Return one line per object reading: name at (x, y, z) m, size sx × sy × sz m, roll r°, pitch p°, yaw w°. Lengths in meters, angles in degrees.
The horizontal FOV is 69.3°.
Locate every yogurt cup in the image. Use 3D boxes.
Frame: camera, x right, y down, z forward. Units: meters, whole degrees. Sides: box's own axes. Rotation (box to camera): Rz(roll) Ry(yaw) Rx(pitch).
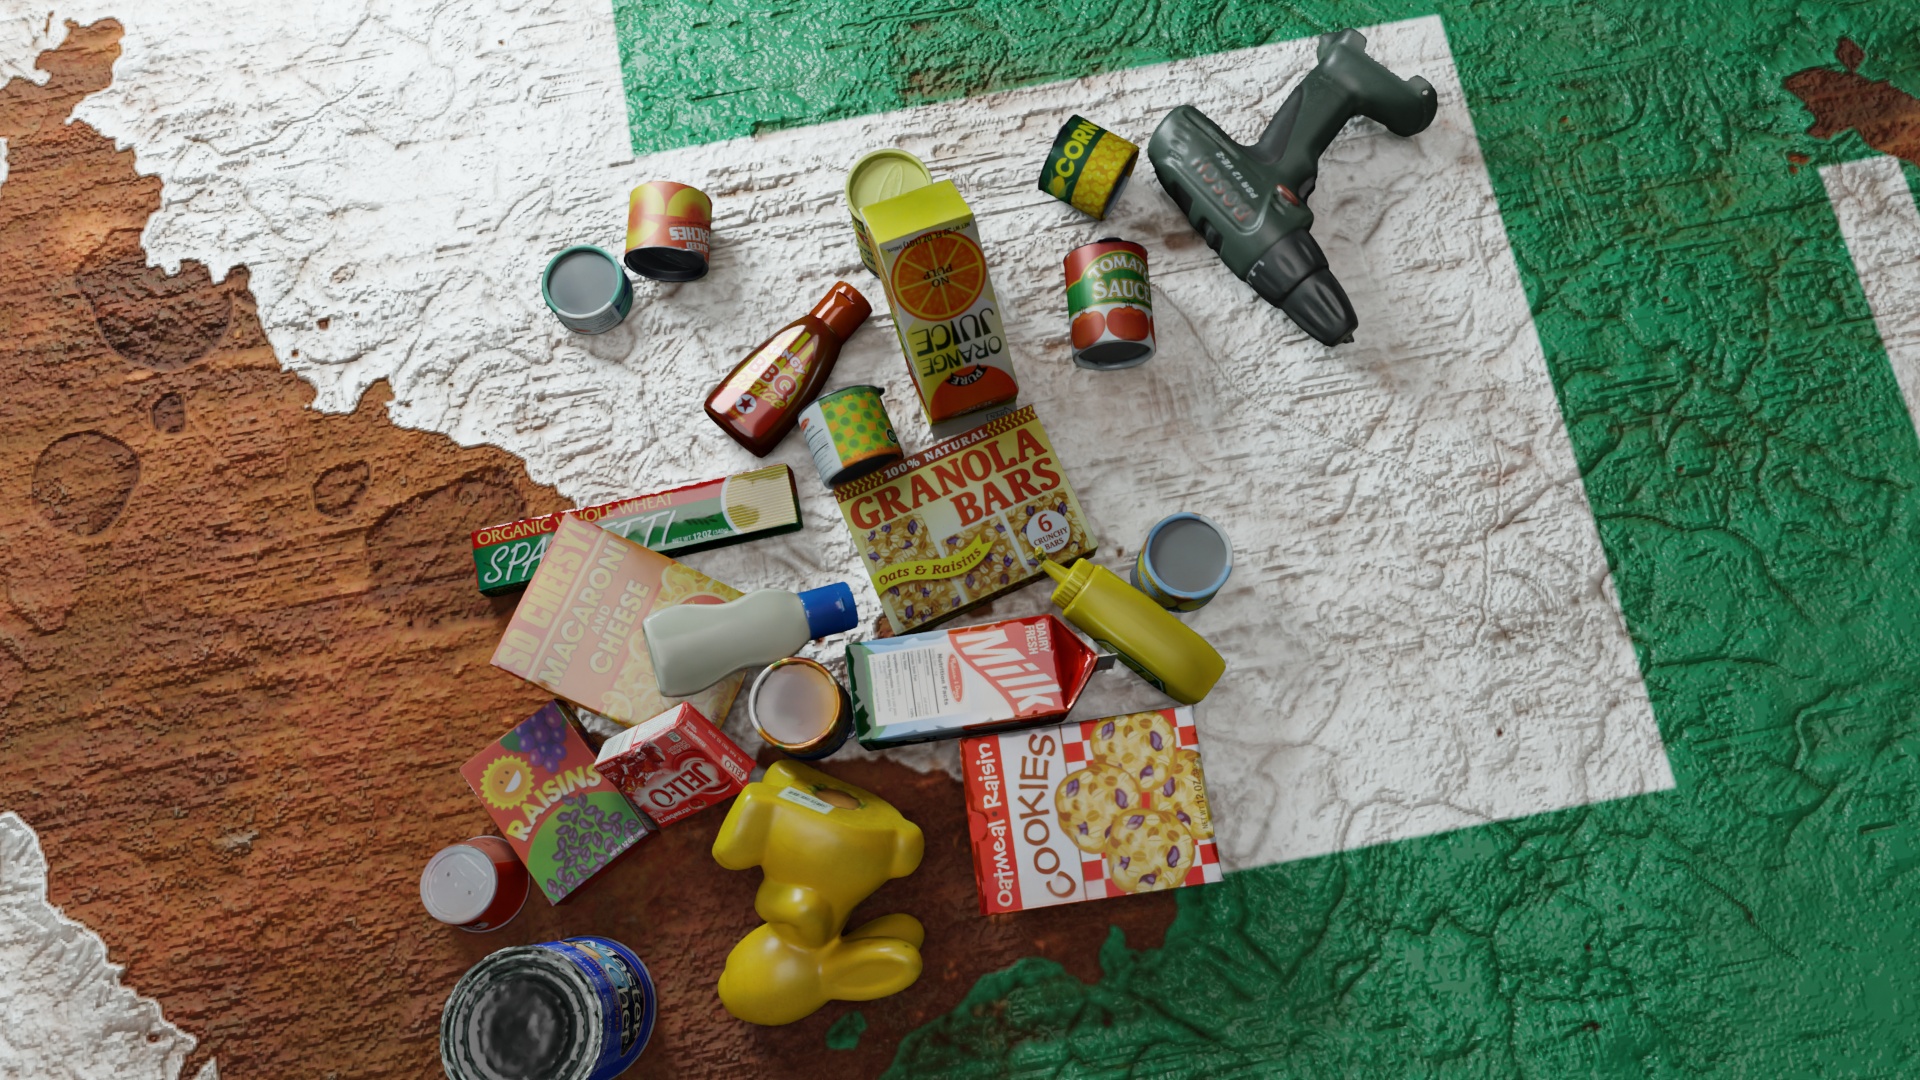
yogurt cup at (-0.348, 0.244, 0.988) m, size 0.072 × 0.054 × 0.072 m, roll 0°, pitch 76°, yaw 1°

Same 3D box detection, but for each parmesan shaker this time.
parmesan shaker at (-0.049, -0.248, 1.079) m, size 0.071 × 0.103 × 0.071 m, roll 0°, pitch 76°, yaw 2°

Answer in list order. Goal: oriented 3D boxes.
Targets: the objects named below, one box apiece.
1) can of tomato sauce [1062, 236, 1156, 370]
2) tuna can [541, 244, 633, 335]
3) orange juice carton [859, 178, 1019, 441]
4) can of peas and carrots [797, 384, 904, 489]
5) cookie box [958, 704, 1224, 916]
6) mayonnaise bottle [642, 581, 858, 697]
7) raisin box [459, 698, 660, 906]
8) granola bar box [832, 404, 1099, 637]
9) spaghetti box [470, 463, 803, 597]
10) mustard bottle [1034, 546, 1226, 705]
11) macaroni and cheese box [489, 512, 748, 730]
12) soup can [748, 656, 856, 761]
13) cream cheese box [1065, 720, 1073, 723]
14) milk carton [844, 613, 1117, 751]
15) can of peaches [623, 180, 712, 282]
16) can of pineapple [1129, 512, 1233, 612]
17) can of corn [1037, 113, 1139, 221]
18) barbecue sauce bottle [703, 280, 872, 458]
can of tomato sauce at (0.116, -0.182, 1.076) m, size 0.071 × 0.071 × 0.083 m, roll -4°, pitch 77°, yaw 0°
tuna can at (-0.298, -0.203, 1.109) m, size 0.071 × 0.032 × 0.071 m, roll 0°, pitch 77°, yaw 1°
orange juice carton at (-0.010, -0.161, 1.033) m, size 0.072 × 0.191 × 0.073 m, roll -20°, pitch 37°, yaw -3°
can of peas and carrots at (-0.081, -0.079, 1.057) m, size 0.071 × 0.071 × 0.059 m, roll -21°, pitch 77°, yaw -4°
cookie box at (0.089, 0.188, 0.972) m, size 0.167 × 0.040 × 0.123 m, roll -8°, pitch 76°, yaw 0°
mayonnaise bottle at (-0.148, 0.065, 0.995) m, size 0.148 × 0.041 × 0.065 m, roll -15°, pitch 84°, yaw -17°
raisin box at (-0.290, 0.189, 1.008) m, size 0.086 × 0.040 × 0.123 m, roll -38°, pitch 79°, yaw -7°
granola bar box at (0.004, -0.013, 1.052) m, size 0.166 × 0.039 × 0.124 m, roll -23°, pitch 77°, yaw -4°
spaghetti box at (-0.247, -0.007, 1.061) m, size 0.250 × 0.028 × 0.050 m, roll -12°, pitch 77°, yaw -2°
mustard bottle at (0.116, 0.057, 1.011) m, size 0.160 × 0.065 × 0.049 m, roll 37°, pitch 82°, yaw 1°
macaroni and cheese box at (-0.237, 0.071, 1.015) m, size 0.166 × 0.040 × 0.124 m, roll 26°, pitch 77°, yaw -9°
soup can at (-0.111, 0.122, 0.998) m, size 0.071 × 0.083 × 0.071 m, roll 0°, pitch 76°, yaw 1°
cream cheese box at (0.083, 0.189, 1.007) m, size 0.053 × 0.024 × 0.104 m, roll -28°, pitch 77°, yaw -4°
milk carton at (0.018, 0.101, 1.006) m, size 0.191 × 0.072 × 0.073 m, roll -9°, pitch 76°, yaw 0°
can of peaches at (-0.229, -0.245, 1.100) m, size 0.071 × 0.071 × 0.058 m, roll 1°, pitch 76°, yaw 2°
can of pineapple at (0.164, 0.018, 1.031) m, size 0.071 × 0.057 × 0.071 m, roll 0°, pitch 76°, yaw 1°
can of corn at (0.102, -0.297, 1.104) m, size 0.058 × 0.071 × 0.071 m, roll 29°, pitch 79°, yaw 7°
barbecue sauce bottle at (-0.130, -0.138, 1.084) m, size 0.065 × 0.043 × 0.149 m, roll 39°, pitch 80°, yaw 11°
